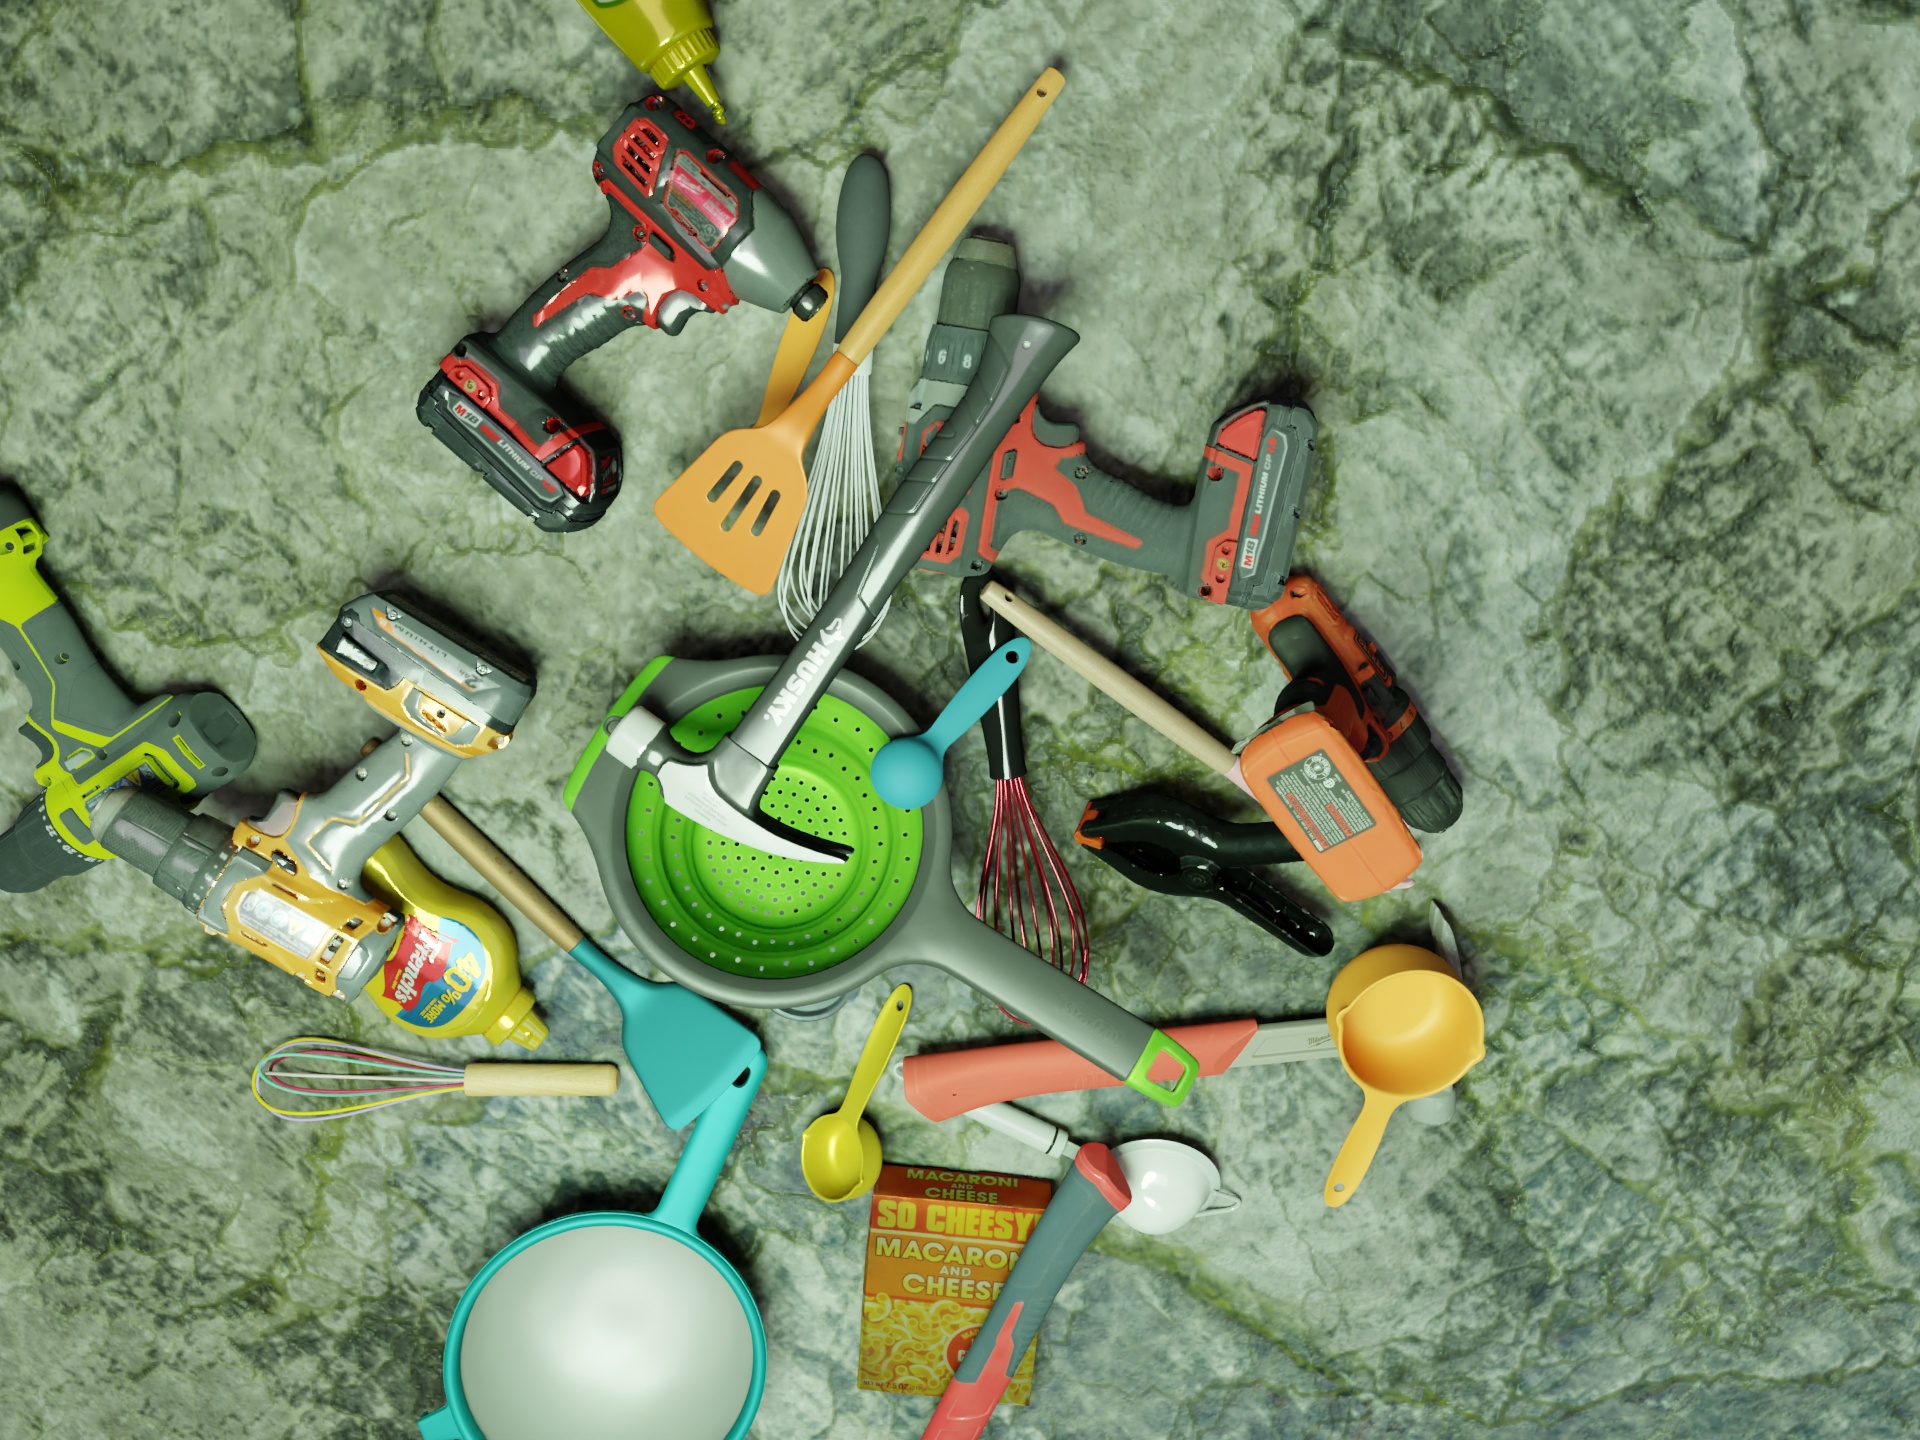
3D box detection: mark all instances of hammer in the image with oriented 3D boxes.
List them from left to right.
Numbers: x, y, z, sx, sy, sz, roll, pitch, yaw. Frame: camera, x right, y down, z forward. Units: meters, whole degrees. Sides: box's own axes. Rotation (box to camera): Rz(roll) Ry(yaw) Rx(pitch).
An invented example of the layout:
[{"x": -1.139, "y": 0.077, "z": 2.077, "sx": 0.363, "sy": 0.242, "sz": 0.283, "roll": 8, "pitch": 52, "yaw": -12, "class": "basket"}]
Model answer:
[{"x": -0.043, "y": -0.075, "z": 0.860, "sx": 0.146, "sy": 0.035, "sz": 0.334, "roll": 36, "pitch": 99, "yaw": 0, "class": "hammer"}, {"x": 0.002, "y": 0.437, "z": 1.077, "sx": 0.143, "sy": 0.038, "sz": 0.386, "roll": 22, "pitch": 111, "yaw": -4, "class": "hammer"}, {"x": 0.141, "y": 0.206, "z": 1.023, "sx": 0.359, "sy": 0.037, "sz": 0.149, "roll": -6, "pitch": 109, "yaw": 1, "class": "hammer"}]

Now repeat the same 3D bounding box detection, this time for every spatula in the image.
[{"x": -0.266, "y": 0.128, "z": 1.024, "sx": 0.082, "sy": 0.044, "sz": 0.317, "roll": -45, "pitch": 100, "yaw": -2, "class": "spatula"}, {"x": -0.047, "y": -0.215, "z": 0.861, "sx": 0.081, "sy": 0.041, "sz": 0.322, "roll": 37, "pitch": 95, "yaw": -4, "class": "spatula"}]

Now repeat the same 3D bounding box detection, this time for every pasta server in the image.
[{"x": 0.145, "y": 0.009, "z": 0.951, "sx": 0.316, "sy": 0.060, "sz": 0.040, "roll": 35, "pitch": 149, "yaw": -12, "class": "pasta server"}]

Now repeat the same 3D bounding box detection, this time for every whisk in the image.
[{"x": -0.354, "y": 0.238, "z": 1.071, "sx": 0.245, "sy": 0.047, "sz": 0.051, "roll": 1, "pitch": 121, "yaw": -2, "class": "whisk"}, {"x": -0.065, "y": -0.173, "z": 0.906, "sx": 0.070, "sy": 0.070, "sz": 0.284, "roll": 6, "pitch": 104, "yaw": 1, "class": "whisk"}, {"x": 0.033, "y": 0.052, "z": 0.977, "sx": 0.073, "sy": 0.073, "sz": 0.295, "roll": -7, "pitch": 103, "yaw": 6, "class": "whisk"}]

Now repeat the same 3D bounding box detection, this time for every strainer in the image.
[{"x": -0.211, "y": 0.364, "z": 1.088, "sx": 0.211, "sy": 0.095, "sz": 0.340, "roll": 25, "pitch": 92, "yaw": -7, "class": "strainer"}, {"x": 0.071, "y": 0.289, "z": 1.066, "sx": 0.258, "sy": 0.050, "sz": 0.086, "roll": 26, "pitch": 123, "yaw": -2, "class": "strainer"}]

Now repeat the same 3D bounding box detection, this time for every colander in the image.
[{"x": -0.040, "y": 0.112, "z": 0.947, "sx": 0.397, "sy": 0.094, "sz": 0.204, "roll": 32, "pitch": 77, "yaw": 1, "class": "colander"}]

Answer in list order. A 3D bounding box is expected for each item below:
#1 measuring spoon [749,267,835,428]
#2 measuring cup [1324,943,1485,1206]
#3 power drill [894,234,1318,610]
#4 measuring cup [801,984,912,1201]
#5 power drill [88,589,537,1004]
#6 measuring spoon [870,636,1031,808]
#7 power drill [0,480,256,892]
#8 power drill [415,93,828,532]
[{"x": -0.098, "y": -0.205, "z": 0.916, "sx": 0.021, "sy": 0.011, "sz": 0.117, "roll": 23, "pitch": 109, "yaw": -5, "class": "measuring spoon"}, {"x": 0.256, "y": 0.218, "z": 0.985, "sx": 0.095, "sy": 0.052, "sz": 0.173, "roll": 15, "pitch": 110, "yaw": -7, "class": "measuring cup"}, {"x": 0.079, "y": -0.161, "z": 0.889, "sx": 0.226, "sy": 0.080, "sz": 0.188, "roll": 10, "pitch": 102, "yaw": 4, "class": "power drill"}, {"x": -0.058, "y": 0.248, "z": 1.062, "sx": 0.062, "sy": 0.029, "sz": 0.156, "roll": 28, "pitch": 98, "yaw": 39, "class": "measuring cup"}, {"x": -0.382, "y": 0.031, "z": 0.944, "sx": 0.185, "sy": 0.084, "sz": 0.226, "roll": 33, "pitch": 90, "yaw": -11, "class": "power drill"}, {"x": -0.001, "y": -0.003, "z": 0.915, "sx": 0.042, "sy": 0.021, "sz": 0.128, "roll": 41, "pitch": 77, "yaw": 3, "class": "measuring spoon"}, {"x": -0.578, "y": -0.012, "z": 0.977, "sx": 0.190, "sy": 0.080, "sz": 0.228, "roll": -30, "pitch": 108, "yaw": 12, "class": "power drill"}, {"x": -0.183, "y": -0.216, "z": 0.882, "sx": 0.143, "sy": 0.078, "sz": 0.219, "roll": 42, "pitch": 104, "yaw": -7, "class": "power drill"}]
